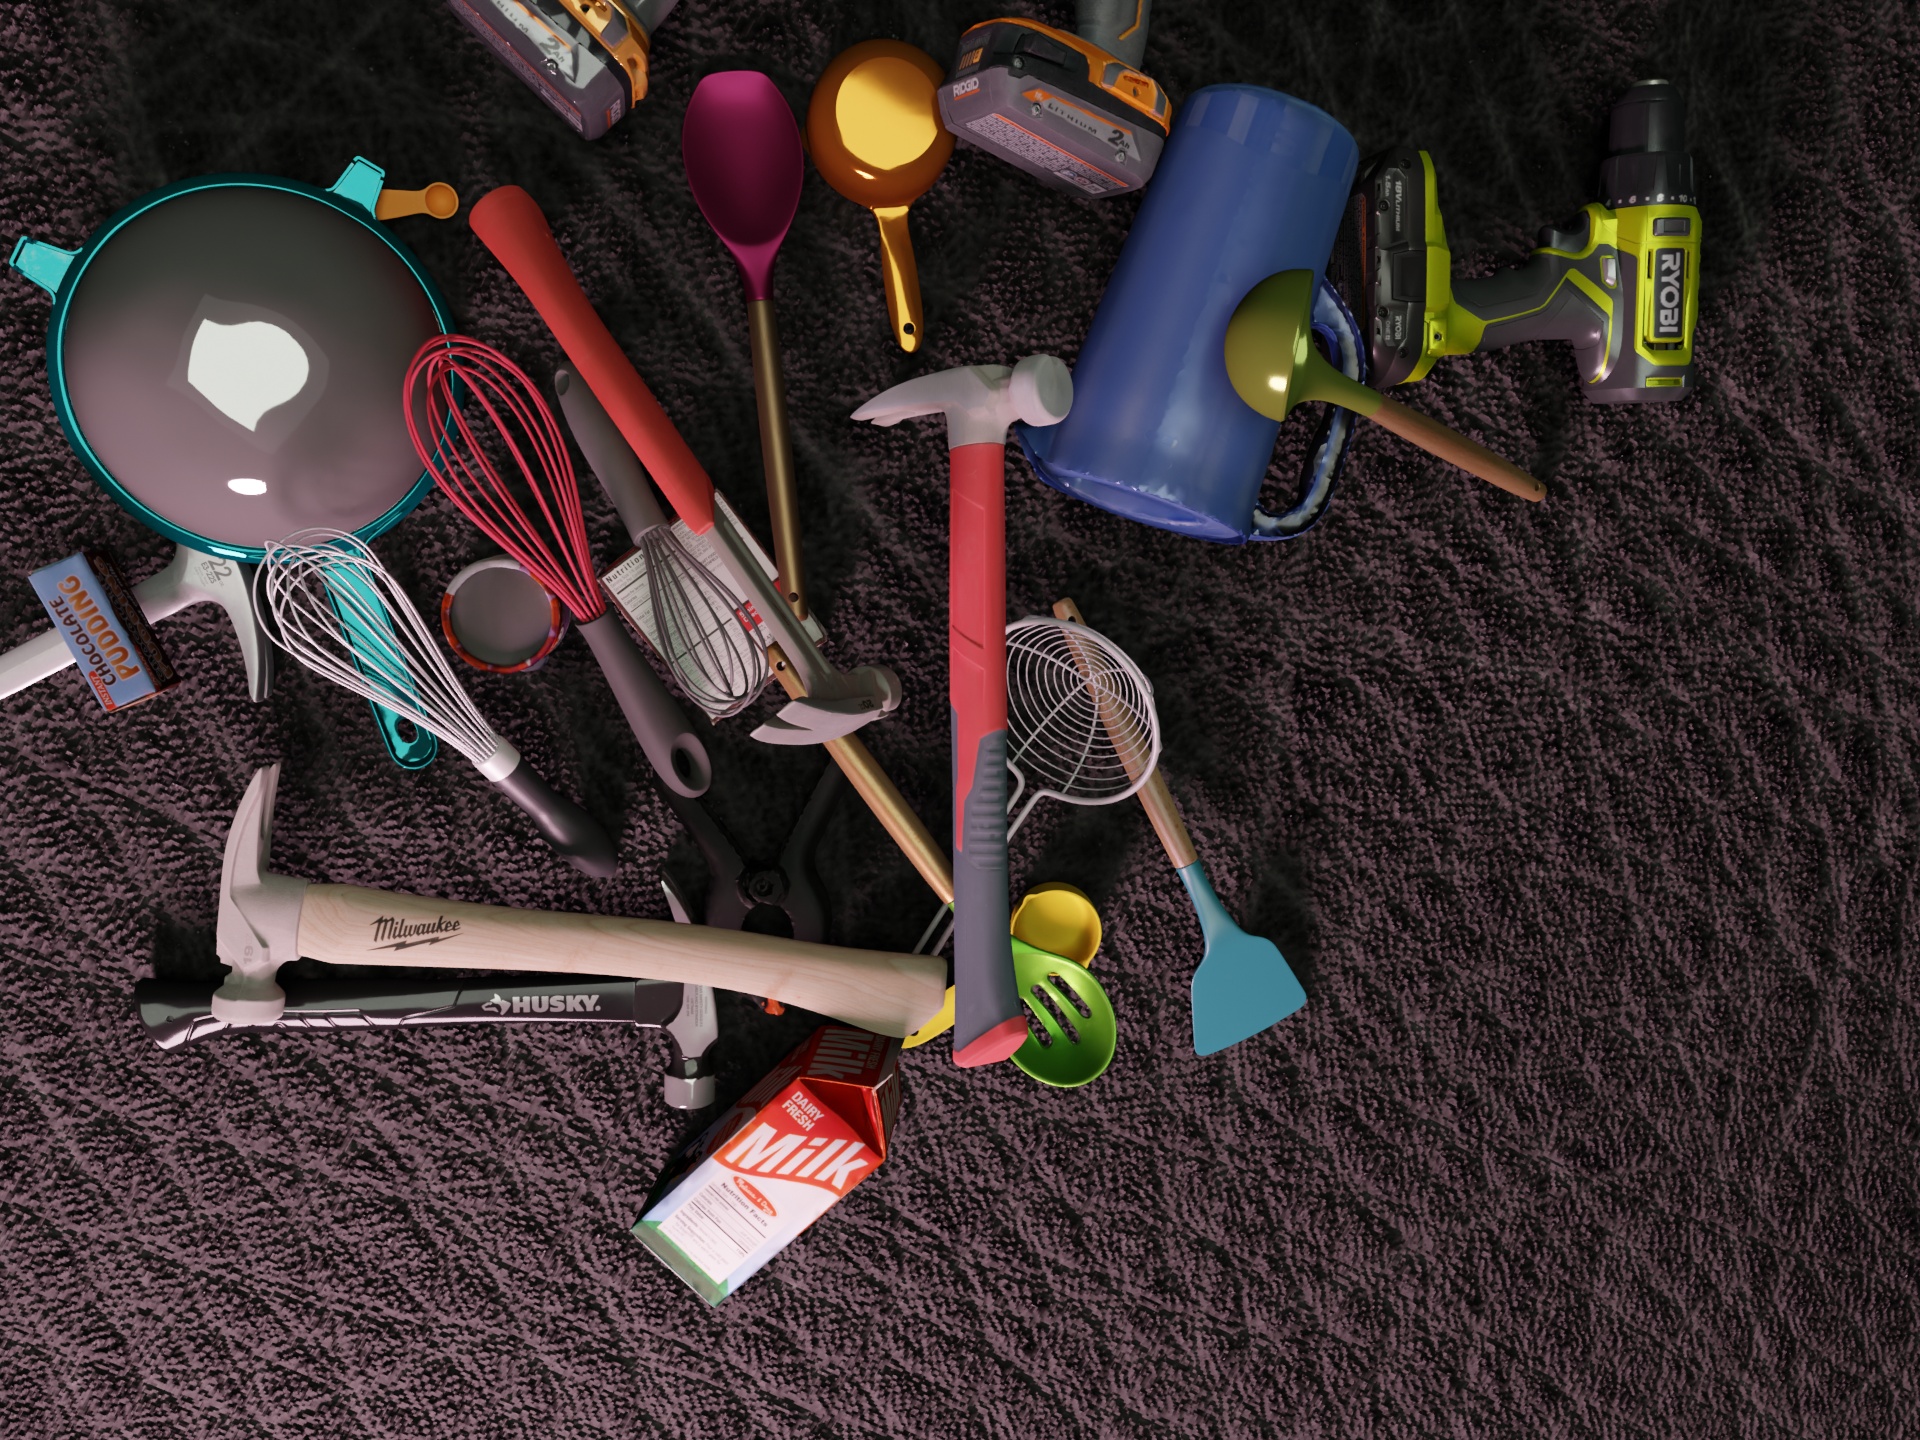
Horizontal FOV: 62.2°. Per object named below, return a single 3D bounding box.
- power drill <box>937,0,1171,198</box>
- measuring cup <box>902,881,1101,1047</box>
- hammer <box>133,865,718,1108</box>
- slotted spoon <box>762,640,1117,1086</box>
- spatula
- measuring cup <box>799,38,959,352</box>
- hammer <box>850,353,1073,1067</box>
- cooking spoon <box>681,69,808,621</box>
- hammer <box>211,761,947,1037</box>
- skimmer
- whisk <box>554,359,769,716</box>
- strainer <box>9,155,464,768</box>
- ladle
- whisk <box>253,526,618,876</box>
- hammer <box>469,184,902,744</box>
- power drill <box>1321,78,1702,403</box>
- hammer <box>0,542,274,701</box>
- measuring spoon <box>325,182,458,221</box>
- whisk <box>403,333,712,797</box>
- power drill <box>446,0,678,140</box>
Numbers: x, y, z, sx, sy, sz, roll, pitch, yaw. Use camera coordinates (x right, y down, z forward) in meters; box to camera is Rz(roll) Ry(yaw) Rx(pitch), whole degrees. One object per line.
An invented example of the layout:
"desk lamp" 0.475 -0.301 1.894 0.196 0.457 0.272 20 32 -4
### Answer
"power drill" 0.065 -0.426 0.875 0.164 0.084 0.226 16 89 -32
"measuring cup" 0.020 0.158 1.011 0.156 0.029 0.062 -36 102 10
"hammer" -0.314 0.163 0.952 0.334 0.035 0.146 0 99 -8
"slotted spoon" -0.016 0.081 0.928 0.070 0.031 0.314 -37 92 10
"spatula" 0.129 0.067 1.012 0.082 0.044 0.317 -26 96 -3
"measuring cup" -0.038 -0.302 0.916 0.095 0.052 0.173 -9 97 -7
"hammer" -0.001 -0.003 0.895 0.038 0.143 0.386 2 87 -49
"cooking spoon" -0.113 -0.215 0.918 0.068 0.017 0.319 -7 91 -7
"hammer" -0.211 0.120 0.916 0.410 0.038 0.146 7 94 -6
"skimmer" -0.006 0.106 0.961 0.127 0.090 0.363 33 94 12
"whisk" -0.172 -0.107 0.891 0.055 0.055 0.239 -28 76 -4
"strainer" -0.350 -0.127 0.855 0.211 0.095 0.340 -22 104 -19
"ladle" 0.260 -0.173 0.909 0.320 0.062 0.078 14 87 -40
"whisk" -0.279 0.000 0.881 0.070 0.070 0.284 -37 128 -2
"hammer" -0.162 -0.142 0.856 0.036 0.149 0.359 -38 82 18
"power drill" 0.342 -0.288 0.965 0.228 0.080 0.190 -3 99 -11
"hammer" -0.582 0.006 0.888 0.405 0.035 0.144 -28 101 -4
"measuring spoon" -0.342 -0.290 0.896 0.117 0.011 0.021 -5 109 -4
"whisk" -0.209 -0.075 0.869 0.073 0.073 0.295 -28 118 -4
"power drill" -0.184 -0.457 0.861 0.185 0.084 0.226 43 86 -11
